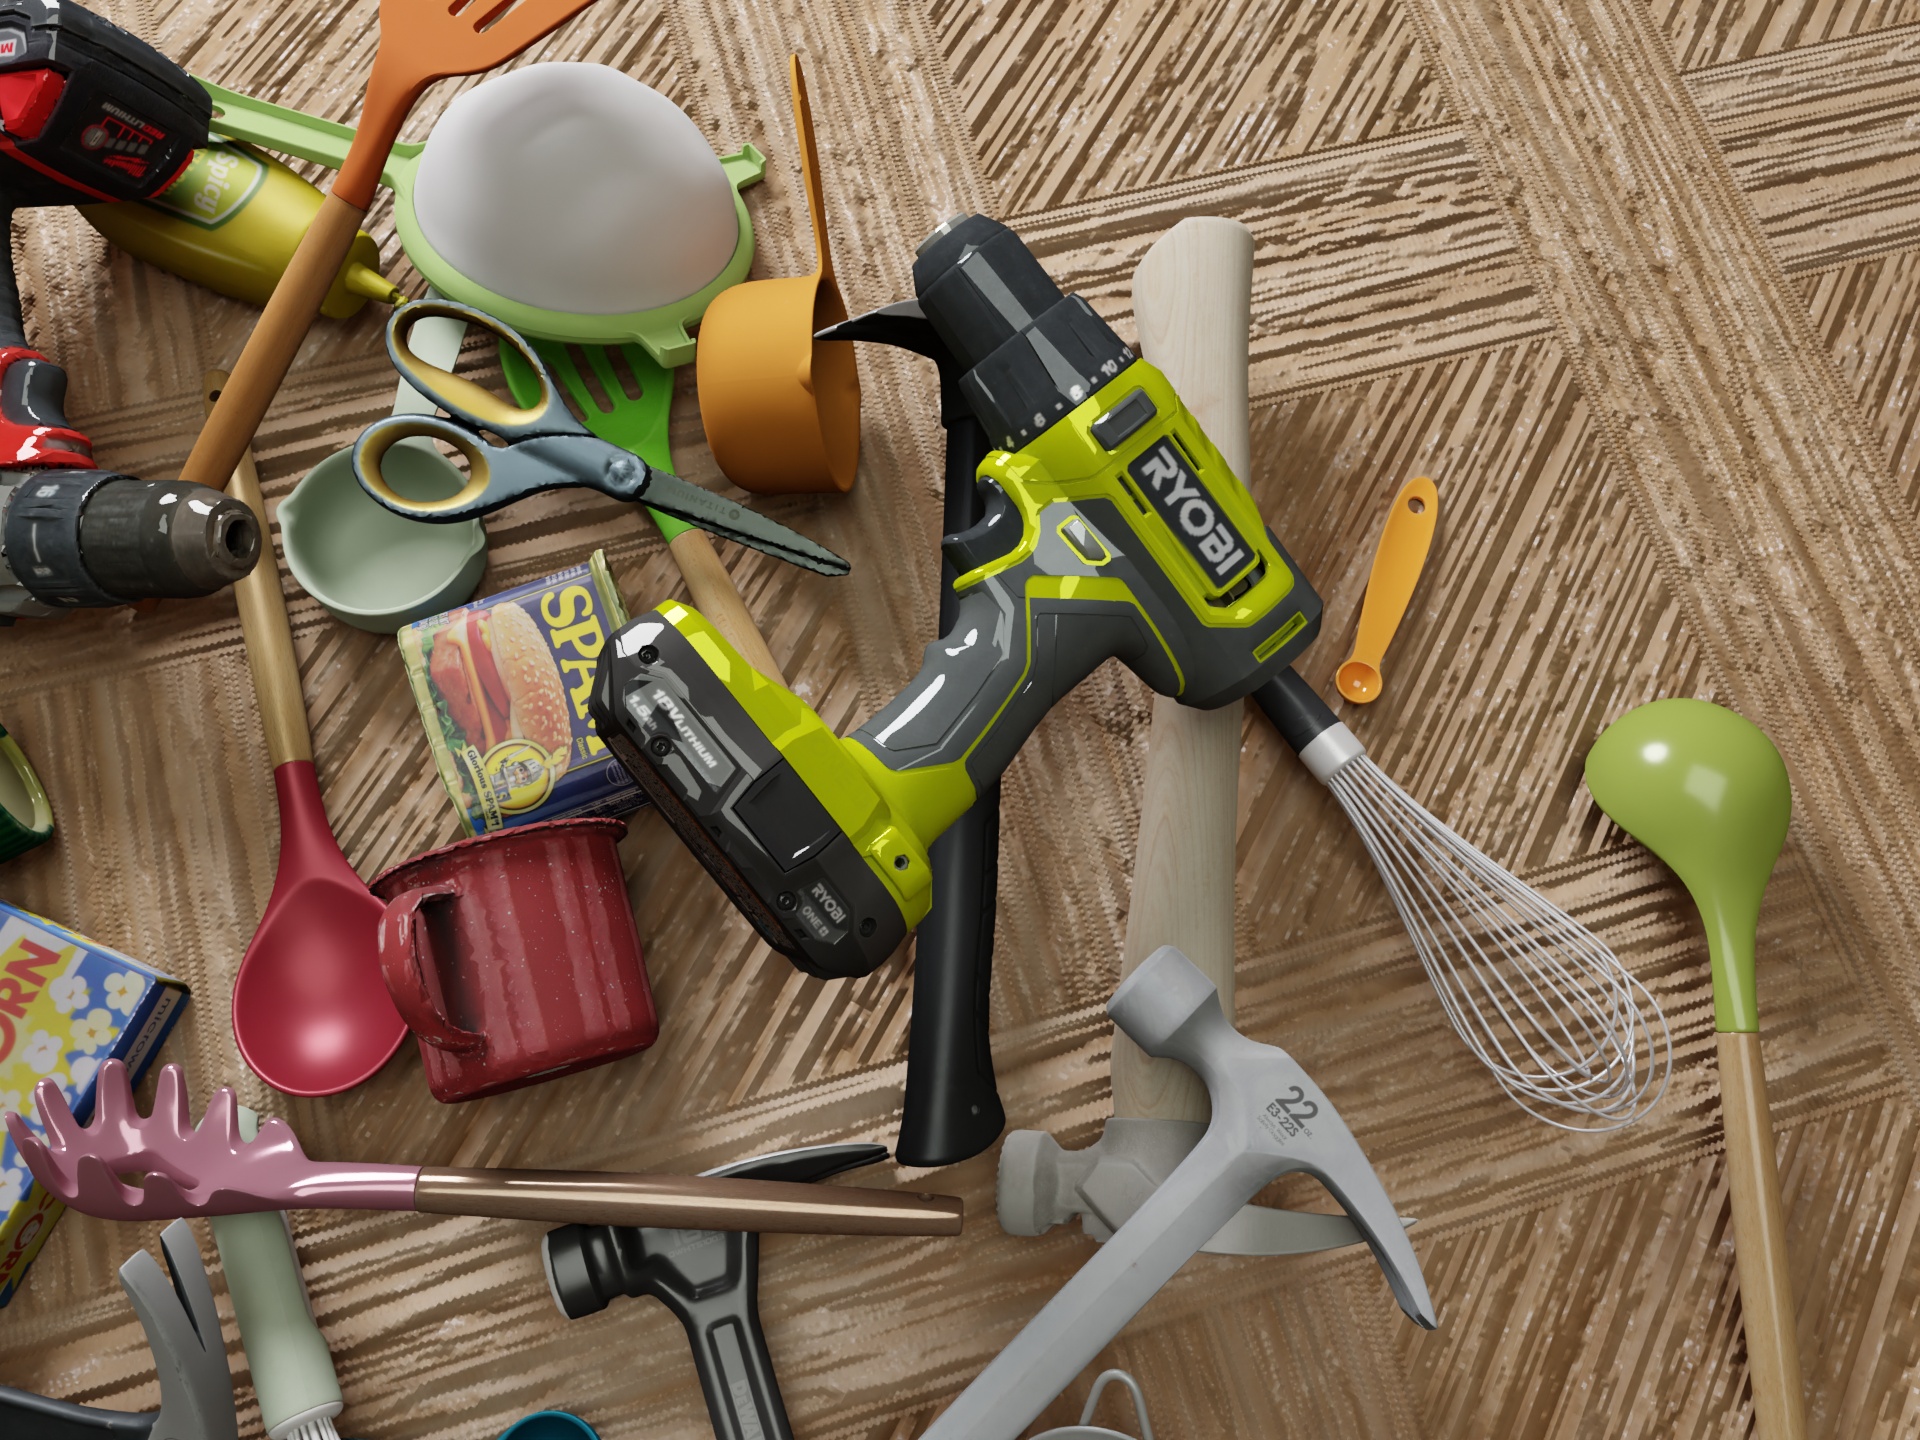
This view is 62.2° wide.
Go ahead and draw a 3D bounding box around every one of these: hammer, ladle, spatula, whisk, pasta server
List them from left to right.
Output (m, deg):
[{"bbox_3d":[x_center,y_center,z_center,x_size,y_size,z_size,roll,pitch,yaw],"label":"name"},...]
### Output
[{"bbox_3d":[-0.429,0.196,0.523,0.409,0.036,0.149,12,103,5],"label":"hammer"},{"bbox_3d":[-0.269,-0.005,0.627,0.069,0.031,0.316,-15,71,-10],"label":"ladle"},{"bbox_3d":[-0.215,0.241,0.531,0.059,0.057,0.247,-11,62,-34],"label":"whisk"},{"bbox_3d":[-0.243,-0.178,0.620,0.081,0.041,0.322,36,102,12],"label":"spatula"},{"bbox_3d":[-0.156,0.154,0.541,0.316,0.060,0.040,4,106,-3],"label":"pasta server"},{"bbox_3d":[-0.035,0.312,0.520,0.127,0.034,0.337,-17,69,-8],"label":"hammer"},{"bbox_3d":[-0.025,0.260,0.496,0.405,0.035,0.144,-43,73,-10],"label":"hammer"},{"bbox_3d":[-0.001,-0.002,0.611,0.146,0.035,0.335,15,73,-44],"label":"hammer"},{"bbox_3d":[0.101,-0.009,0.615,0.146,0.038,0.411,0,73,15],"label":"hammer"},{"bbox_3d":[0.168,0.037,0.626,0.070,0.070,0.285,-32,72,-13],"label":"whisk"},{"bbox_3d":[0.295,0.147,0.611,0.078,0.062,0.320,0,78,-5],"label":"ladle"}]

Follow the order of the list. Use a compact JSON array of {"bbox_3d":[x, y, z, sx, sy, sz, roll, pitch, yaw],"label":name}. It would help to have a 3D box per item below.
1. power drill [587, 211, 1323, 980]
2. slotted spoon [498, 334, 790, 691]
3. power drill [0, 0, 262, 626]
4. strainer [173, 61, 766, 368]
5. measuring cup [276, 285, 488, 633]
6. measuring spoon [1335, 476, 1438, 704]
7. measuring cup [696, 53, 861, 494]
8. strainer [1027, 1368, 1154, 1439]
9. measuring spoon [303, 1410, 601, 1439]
[{"bbox_3d":[-0.009,-0.044,0.536,0.228,0.080,0.190,-40,98,-16],"label":"power drill"},{"bbox_3d":[-0.104,-0.052,0.653,0.070,0.031,0.314,-25,77,-16],"label":"slotted spoon"},{"bbox_3d":[-0.344,-0.148,0.603,0.188,0.080,0.227,2,86,17],"label":"power drill"},{"bbox_3d":[-0.208,-0.244,0.656,0.256,0.069,0.152,15,52,-6],"label":"strainer"},{"bbox_3d":[-0.224,-0.113,0.661,0.083,0.038,0.168,9,69,-1],"label":"measuring cup"},{"bbox_3d":[0.184,-0.056,0.683,0.021,0.011,0.117,22,68,4],"label":"measuring spoon"},{"bbox_3d":[-0.078,-0.177,0.645,0.052,0.095,0.173,-5,97,9],"label":"measuring cup"},{"bbox_3d":[0.035,0.347,0.523,0.087,0.050,0.258,6,76,22],"label":"strainer"},{"bbox_3d":[-0.183,0.261,0.553,0.128,0.021,0.042,-1,71,6],"label":"measuring spoon"}]
